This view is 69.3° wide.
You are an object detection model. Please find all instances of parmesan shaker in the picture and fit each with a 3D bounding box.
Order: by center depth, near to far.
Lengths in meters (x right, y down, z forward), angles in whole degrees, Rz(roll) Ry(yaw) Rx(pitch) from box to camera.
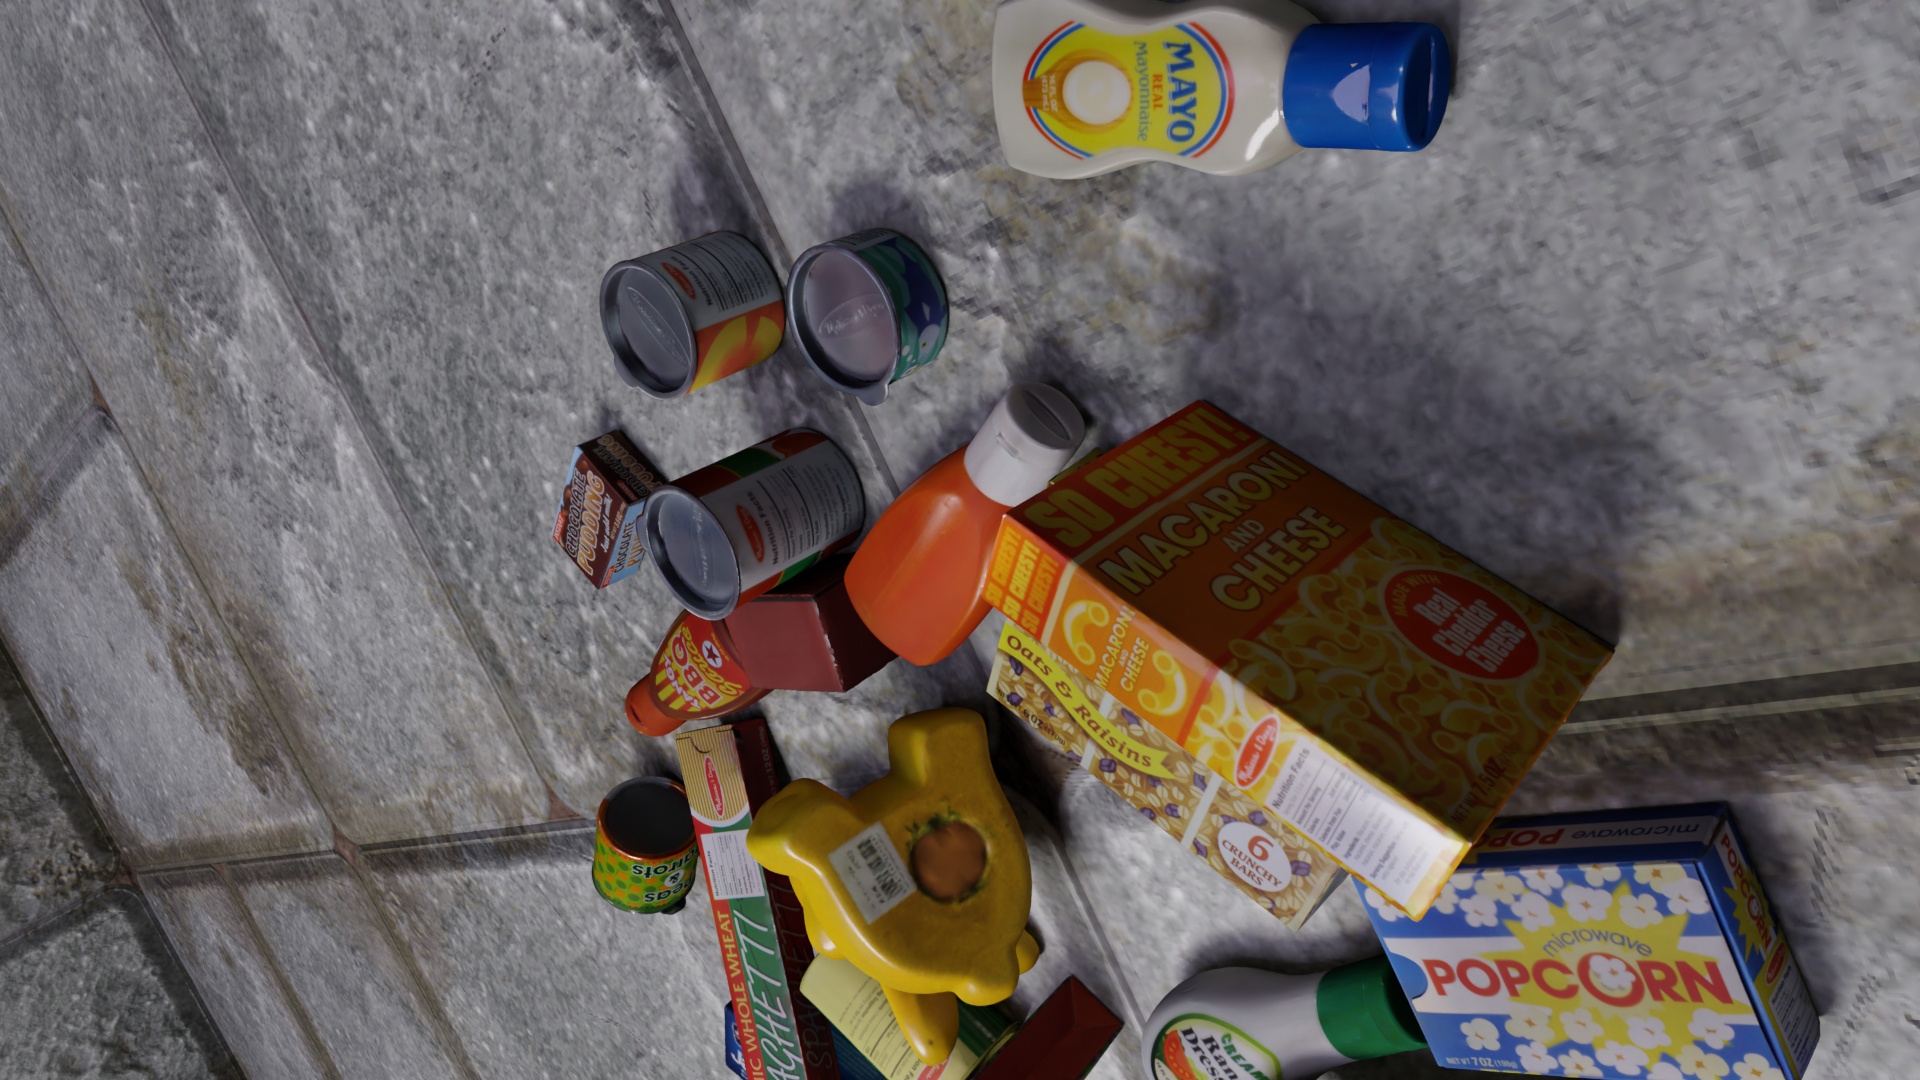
[{"bbox_3d":[-0.027,0.254,0.757,0.103,0.071,0.071,38,134,22],"label":"parmesan shaker"}]

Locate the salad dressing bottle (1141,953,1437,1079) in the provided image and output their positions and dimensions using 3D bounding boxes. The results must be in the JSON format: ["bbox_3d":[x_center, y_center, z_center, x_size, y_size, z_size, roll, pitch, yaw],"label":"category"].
[{"bbox_3d":[0.138,0.206,0.587,0.064,0.044,0.147,53,137,3],"label":"salad dressing bottle"}]

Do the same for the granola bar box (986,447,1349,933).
[{"bbox_3d":[0.093,0.059,0.545,0.166,0.039,0.123,36,136,23],"label":"granola bar box"}]

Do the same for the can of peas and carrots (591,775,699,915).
[{"bbox_3d":[-0.197,0.194,0.880,0.071,0.071,0.058,36,132,23],"label":"can of peas and carrots"}]

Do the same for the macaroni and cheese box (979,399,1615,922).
[{"bbox_3d":[0.108,0.028,0.453,0.167,0.124,0.040,36,132,24],"label":"macaroni and cheese box"}]

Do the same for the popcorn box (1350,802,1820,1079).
[{"bbox_3d":[0.213,0.141,0.483,0.126,0.038,0.085,-18,101,47],"label":"popcorn box"}]

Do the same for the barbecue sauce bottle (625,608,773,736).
[{"bbox_3d":[-0.144,0.072,0.778,0.148,0.044,0.065,-36,86,48],"label":"barbecue sauce bottle"}]

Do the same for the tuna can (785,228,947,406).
[{"bbox_3d":[-0.039,-0.095,0.591,0.071,0.033,0.070,22,126,34],"label":"tuna can"}]

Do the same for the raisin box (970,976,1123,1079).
[{"bbox_3d":[0.025,0.289,0.709,0.040,0.086,0.122,38,134,19],"label":"raisin box"}]

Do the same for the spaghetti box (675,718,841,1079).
[{"bbox_3d":[-0.113,0.228,0.796,0.050,0.029,0.250,-14,87,35],"label":"spaghetti box"}]

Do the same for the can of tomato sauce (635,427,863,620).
[{"bbox_3d":[-0.098,-0.010,0.658,0.071,0.083,0.070,22,126,34],"label":"can of tomato sauce"}]

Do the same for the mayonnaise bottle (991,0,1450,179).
[{"bbox_3d":[0.078,-0.146,0.445,0.148,0.041,0.064,16,121,38],"label":"mayonnaise bottle"}]

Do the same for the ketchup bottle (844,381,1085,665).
[{"bbox_3d":[0.002,-0.007,0.594,0.065,0.044,0.148,48,137,11],"label":"ketchup bottle"}]

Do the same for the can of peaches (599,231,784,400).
[{"bbox_3d":[-0.126,-0.105,0.649,0.071,0.058,0.071,22,127,33],"label":"can of peaches"}]

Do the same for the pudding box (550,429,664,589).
[{"bbox_3d":[-0.201,-0.017,0.791,0.050,0.030,0.083,47,136,14],"label":"pudding box"}]
